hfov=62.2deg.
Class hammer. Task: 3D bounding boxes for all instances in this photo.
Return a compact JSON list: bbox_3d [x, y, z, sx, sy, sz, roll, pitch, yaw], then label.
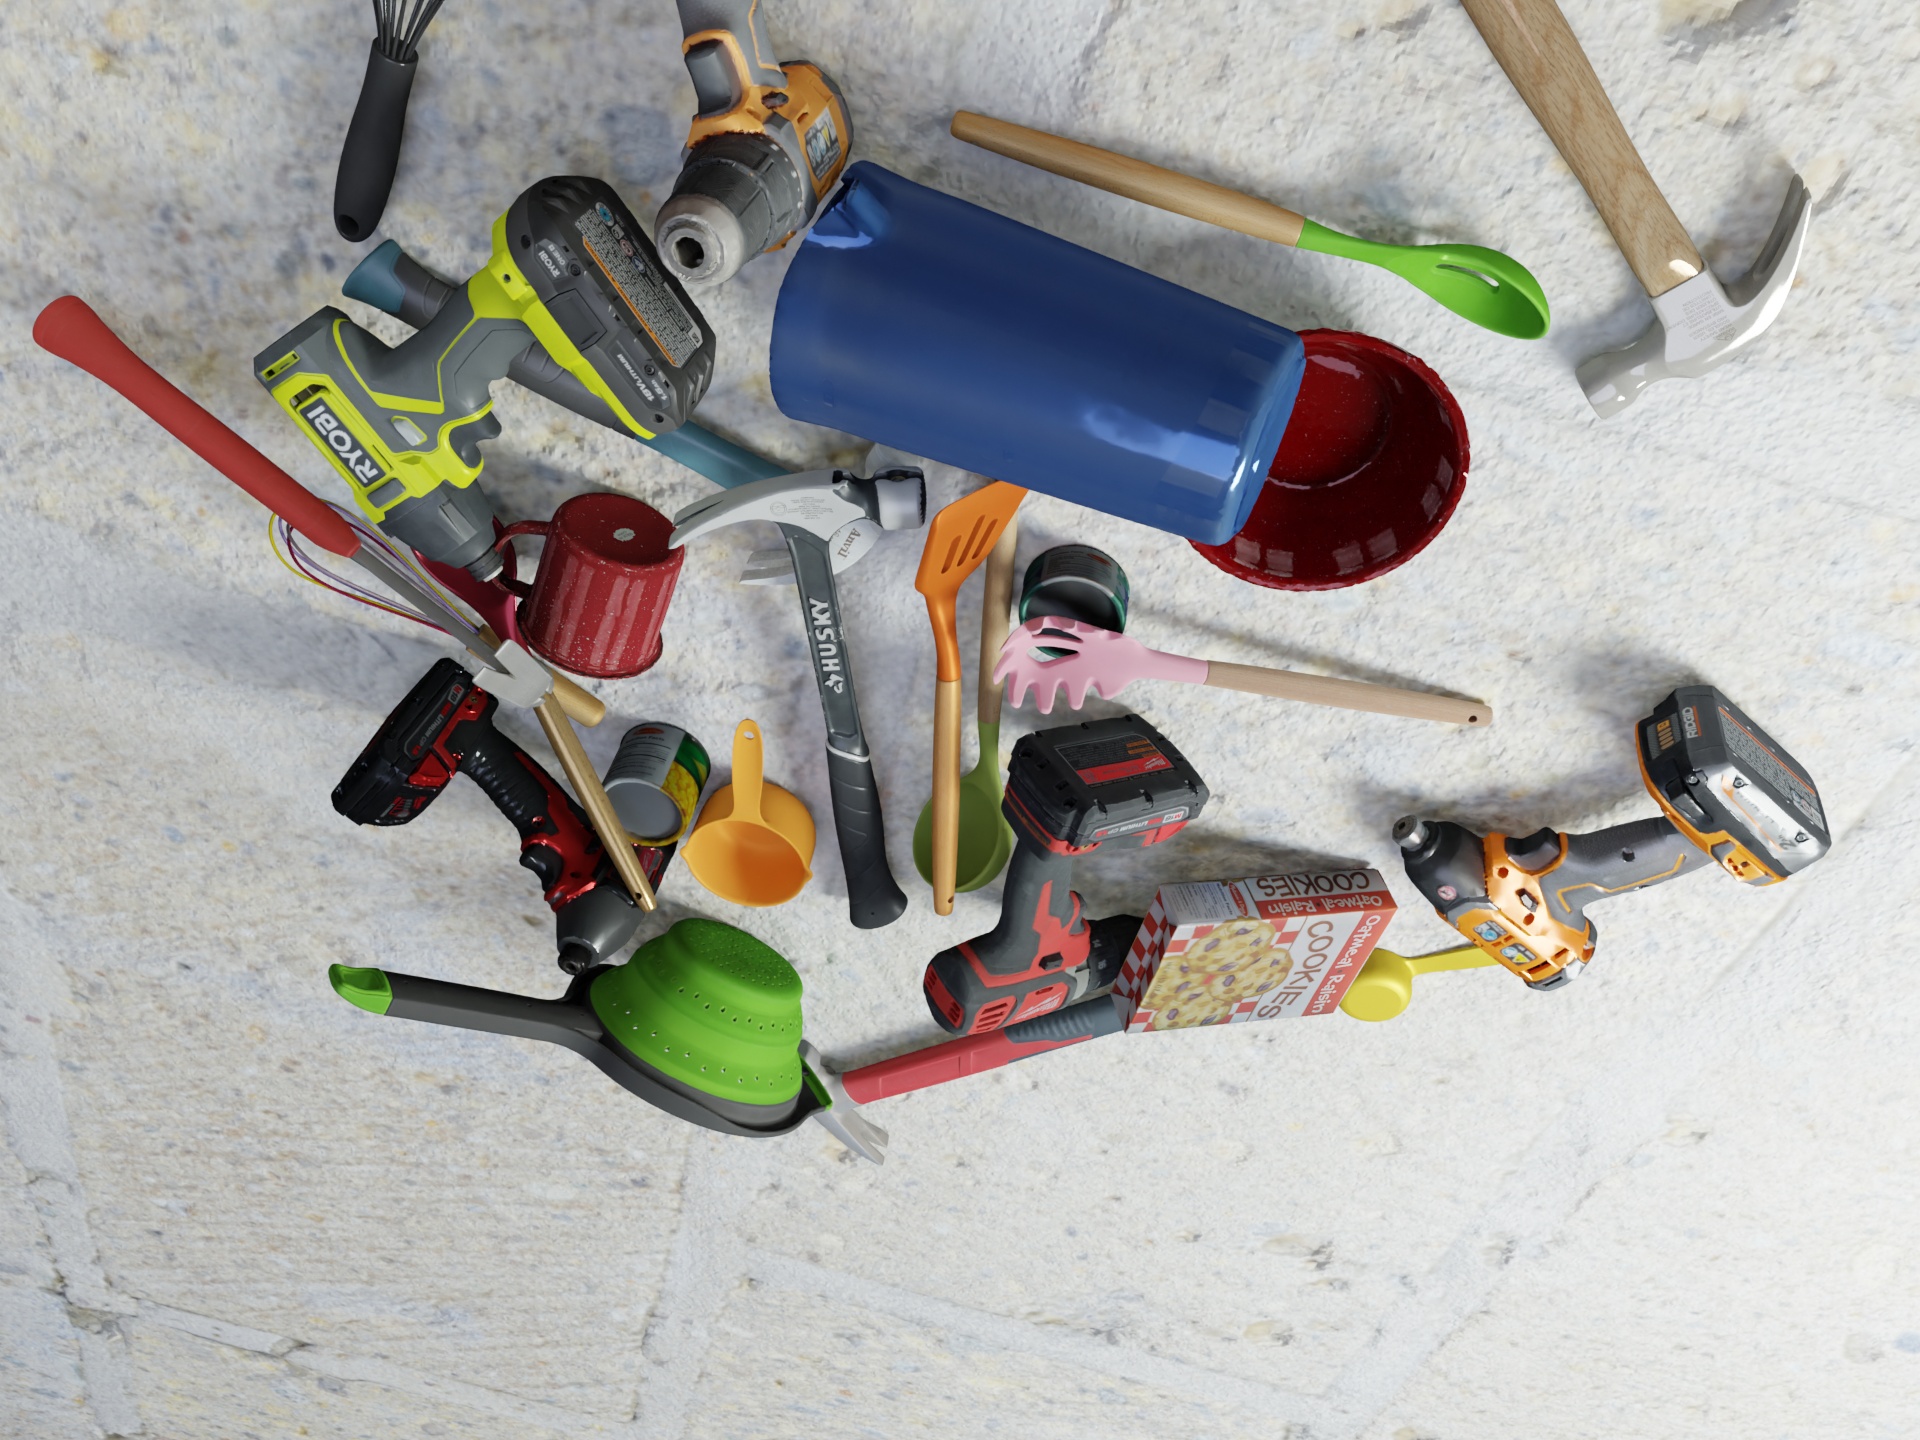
[{"bbox_3d":[-0.081,0.006,1.034,0.149,0.036,0.408,-2,136,3],"label":"hammer"},{"bbox_3d":[-0.392,-0.128,0.930,0.359,0.037,0.149,38,173,-1],"label":"hammer"},{"bbox_3d":[-0.196,-0.183,0.924,0.331,0.033,0.128,27,129,-12],"label":"hammer"},{"bbox_3d":[0.282,-0.293,0.737,0.130,0.031,0.331,-29,119,31],"label":"hammer"},{"bbox_3d":[0.045,0.264,1.255,0.386,0.038,0.143,-22,124,26],"label":"hammer"}]

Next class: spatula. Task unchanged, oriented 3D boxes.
[{"bbox_3d":[-0.002,-0.003,0.973,0.041,0.081,0.322,28,132,35],"label":"spatula"}]

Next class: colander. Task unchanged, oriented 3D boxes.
[{"bbox_3d":[-0.244,0.191,1.139,0.396,0.205,0.094,21,102,-40],"label":"colander"}]

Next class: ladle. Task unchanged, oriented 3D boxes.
[{"bbox_3d":[-0.270,-0.009,1.042,0.069,0.031,0.315,-16,109,22],"label":"ladle"},{"bbox_3d":[0.009,-0.020,1.009,0.062,0.078,0.320,-19,132,-27],"label":"ladle"}]

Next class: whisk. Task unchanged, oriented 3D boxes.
[{"bbox_3d":[-0.289,-0.338,0.802,0.055,0.055,0.239,26,134,-11],"label":"whisk"},{"bbox_3d":[-0.341,-0.065,1.047,0.244,0.047,0.051,36,159,-25],"label":"whisk"}]

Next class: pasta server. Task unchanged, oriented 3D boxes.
[{"bbox_3d":[0.174,-0.021,0.958,0.316,0.040,0.060,8,124,-9],"label":"pasta server"}]

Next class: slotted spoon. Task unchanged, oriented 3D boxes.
[{"bbox_3d":[0.145,-0.253,0.794,0.314,0.070,0.031,18,89,1],"label":"slotted spoon"}]

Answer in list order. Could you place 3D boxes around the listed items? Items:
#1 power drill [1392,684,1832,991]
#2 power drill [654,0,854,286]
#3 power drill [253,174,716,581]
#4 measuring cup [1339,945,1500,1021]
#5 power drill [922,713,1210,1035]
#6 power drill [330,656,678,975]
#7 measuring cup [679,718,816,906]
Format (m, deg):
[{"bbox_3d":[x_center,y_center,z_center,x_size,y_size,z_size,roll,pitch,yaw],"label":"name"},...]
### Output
[{"bbox_3d":[0.395,0.074,0.998,0.164,0.084,0.226,36,131,-18],"label":"power drill"},{"bbox_3d":[-0.119,-0.315,0.699,0.084,0.185,0.226,-6,126,18],"label":"power drill"},{"bbox_3d":[-0.252,-0.179,0.868,0.223,0.080,0.171,-23,118,26],"label":"power drill"},{"bbox_3d":[0.342,0.182,1.131,0.156,0.029,0.062,-15,126,24],"label":"measuring cup"},{"bbox_3d":[0.084,0.108,1.058,0.188,0.080,0.226,-9,134,-35],"label":"power drill"},{"bbox_3d":[-0.305,0.073,1.092,0.219,0.143,0.078,39,129,-18],"label":"power drill"},{"bbox_3d":[-0.142,0.052,1.103,0.095,0.052,0.173,9,129,3],"label":"measuring cup"}]
